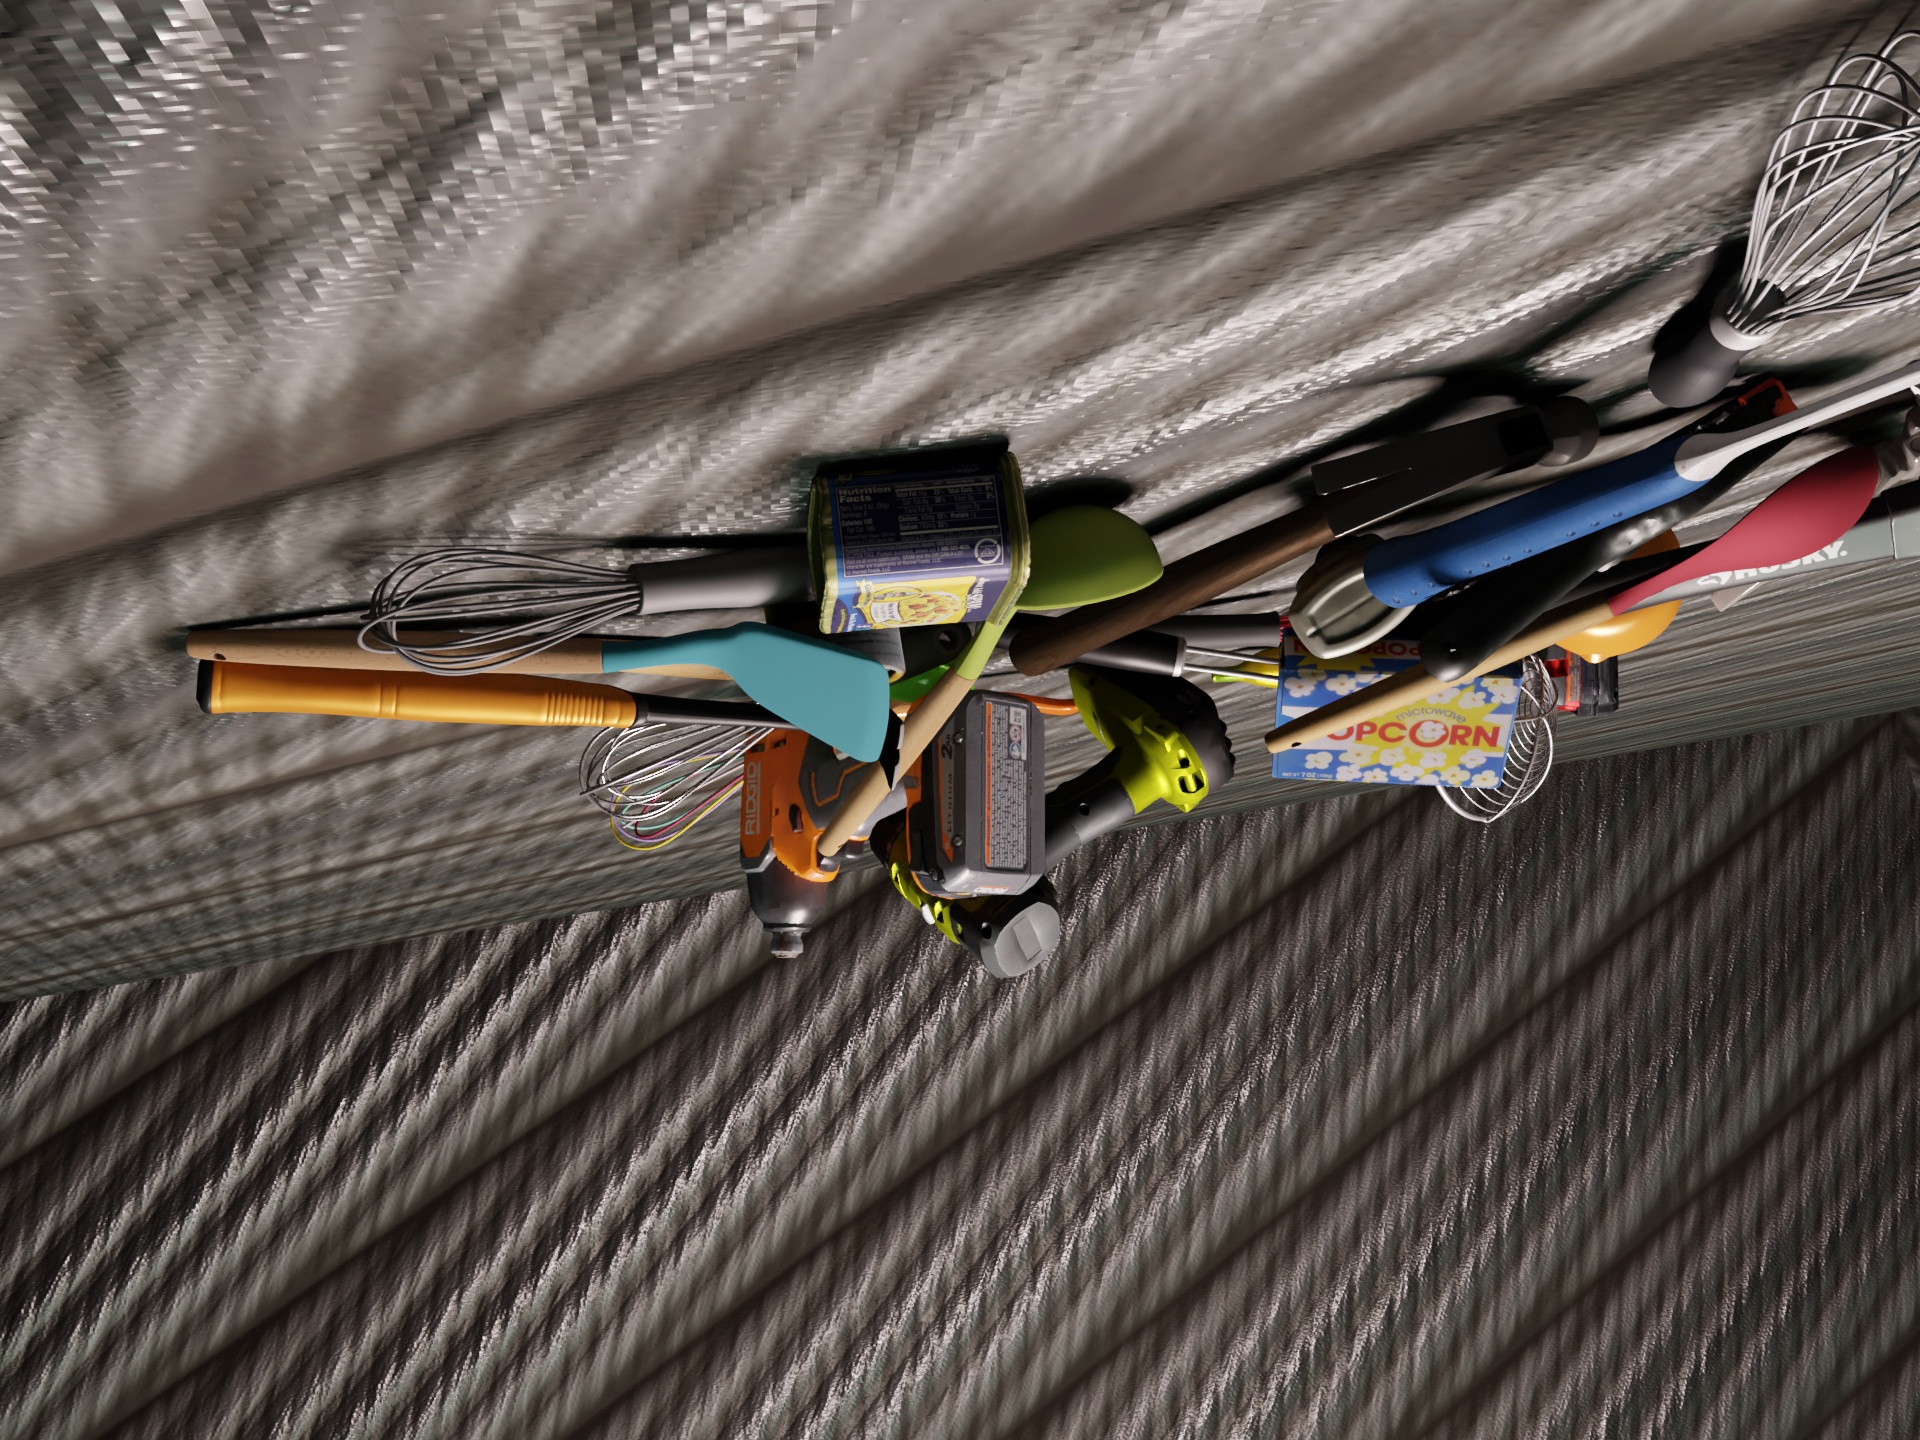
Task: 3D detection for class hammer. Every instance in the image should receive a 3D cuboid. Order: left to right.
[{"bbox_3d":[-0.196,-0.006,0.793,0.336,0.034,0.127,4,-167,-21],"label":"hammer"},{"bbox_3d":[0.135,-0.078,0.782,0.130,0.031,0.331,-16,176,-40],"label":"hammer"},{"bbox_3d":[0.355,-0.076,0.836,0.335,0.035,0.146,-13,129,23],"label":"hammer"},{"bbox_3d":[0.263,-0.095,0.557,0.144,0.035,0.405,-22,179,-19],"label":"hammer"},{"bbox_3d":[0.585,-0.119,0.986,0.410,0.038,0.146,-3,150,-48],"label":"hammer"}]

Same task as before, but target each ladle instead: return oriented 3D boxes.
[{"bbox_3d":[-0.001,-0.003,0.837,0.078,0.062,0.320,-28,164,-43],"label":"ladle"},{"bbox_3d":[0.296,-0.049,0.792,0.315,0.031,0.069,-25,150,22],"label":"ladle"}]

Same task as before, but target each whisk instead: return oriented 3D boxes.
[{"bbox_3d":[-0.143,-0.056,0.702,0.239,0.055,0.055,-10,172,-29],"label":"whisk"},{"bbox_3d":[-0.141,0.029,1.117,0.245,0.047,0.051,-25,137,14],"label":"whisk"},{"bbox_3d":[-0.104,-0.006,0.919,0.246,0.058,0.059,-23,-176,-15],"label":"whisk"},{"bbox_3d":[0.224,-0.061,1.027,0.296,0.073,0.073,-3,171,1],"label":"whisk"},{"bbox_3d":[0.277,-0.145,0.538,0.070,0.070,0.284,-11,176,10],"label":"whisk"}]

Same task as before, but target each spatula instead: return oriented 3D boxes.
[{"bbox_3d":[-0.192,-0.023,0.733,0.317,0.044,0.082,2,146,-6],"label":"spatula"},{"bbox_3d":[0.004,-0.021,1.152,0.322,0.041,0.081,-3,169,-11],"label":"spatula"}]

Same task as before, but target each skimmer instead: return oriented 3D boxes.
[{"bbox_3d":[0.188,-0.022,0.962,0.363,0.127,0.090,8,169,0],"label":"skimmer"}]

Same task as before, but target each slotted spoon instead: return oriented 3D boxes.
[{"bbox_3d":[-0.111,-0.033,0.942,0.070,0.031,0.313,-18,166,42],"label":"slotted spoon"}]

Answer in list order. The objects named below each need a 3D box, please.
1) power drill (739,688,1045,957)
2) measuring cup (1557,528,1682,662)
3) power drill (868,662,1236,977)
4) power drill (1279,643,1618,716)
[{"bbox_3d":[-0.054,0.066,0.991,0.226,0.164,0.084,-8,168,44],"label":"power drill"},{"bbox_3d":[0.327,-0.089,0.923,0.174,0.095,0.052,7,172,22],"label":"measuring cup"},{"bbox_3d":[0.050,0.048,1.067,0.228,0.080,0.191,-37,-138,-15],"label":"power drill"},{"bbox_3d":[0.338,-0.044,1.129,0.219,0.078,0.143,-5,-168,5],"label":"power drill"}]
